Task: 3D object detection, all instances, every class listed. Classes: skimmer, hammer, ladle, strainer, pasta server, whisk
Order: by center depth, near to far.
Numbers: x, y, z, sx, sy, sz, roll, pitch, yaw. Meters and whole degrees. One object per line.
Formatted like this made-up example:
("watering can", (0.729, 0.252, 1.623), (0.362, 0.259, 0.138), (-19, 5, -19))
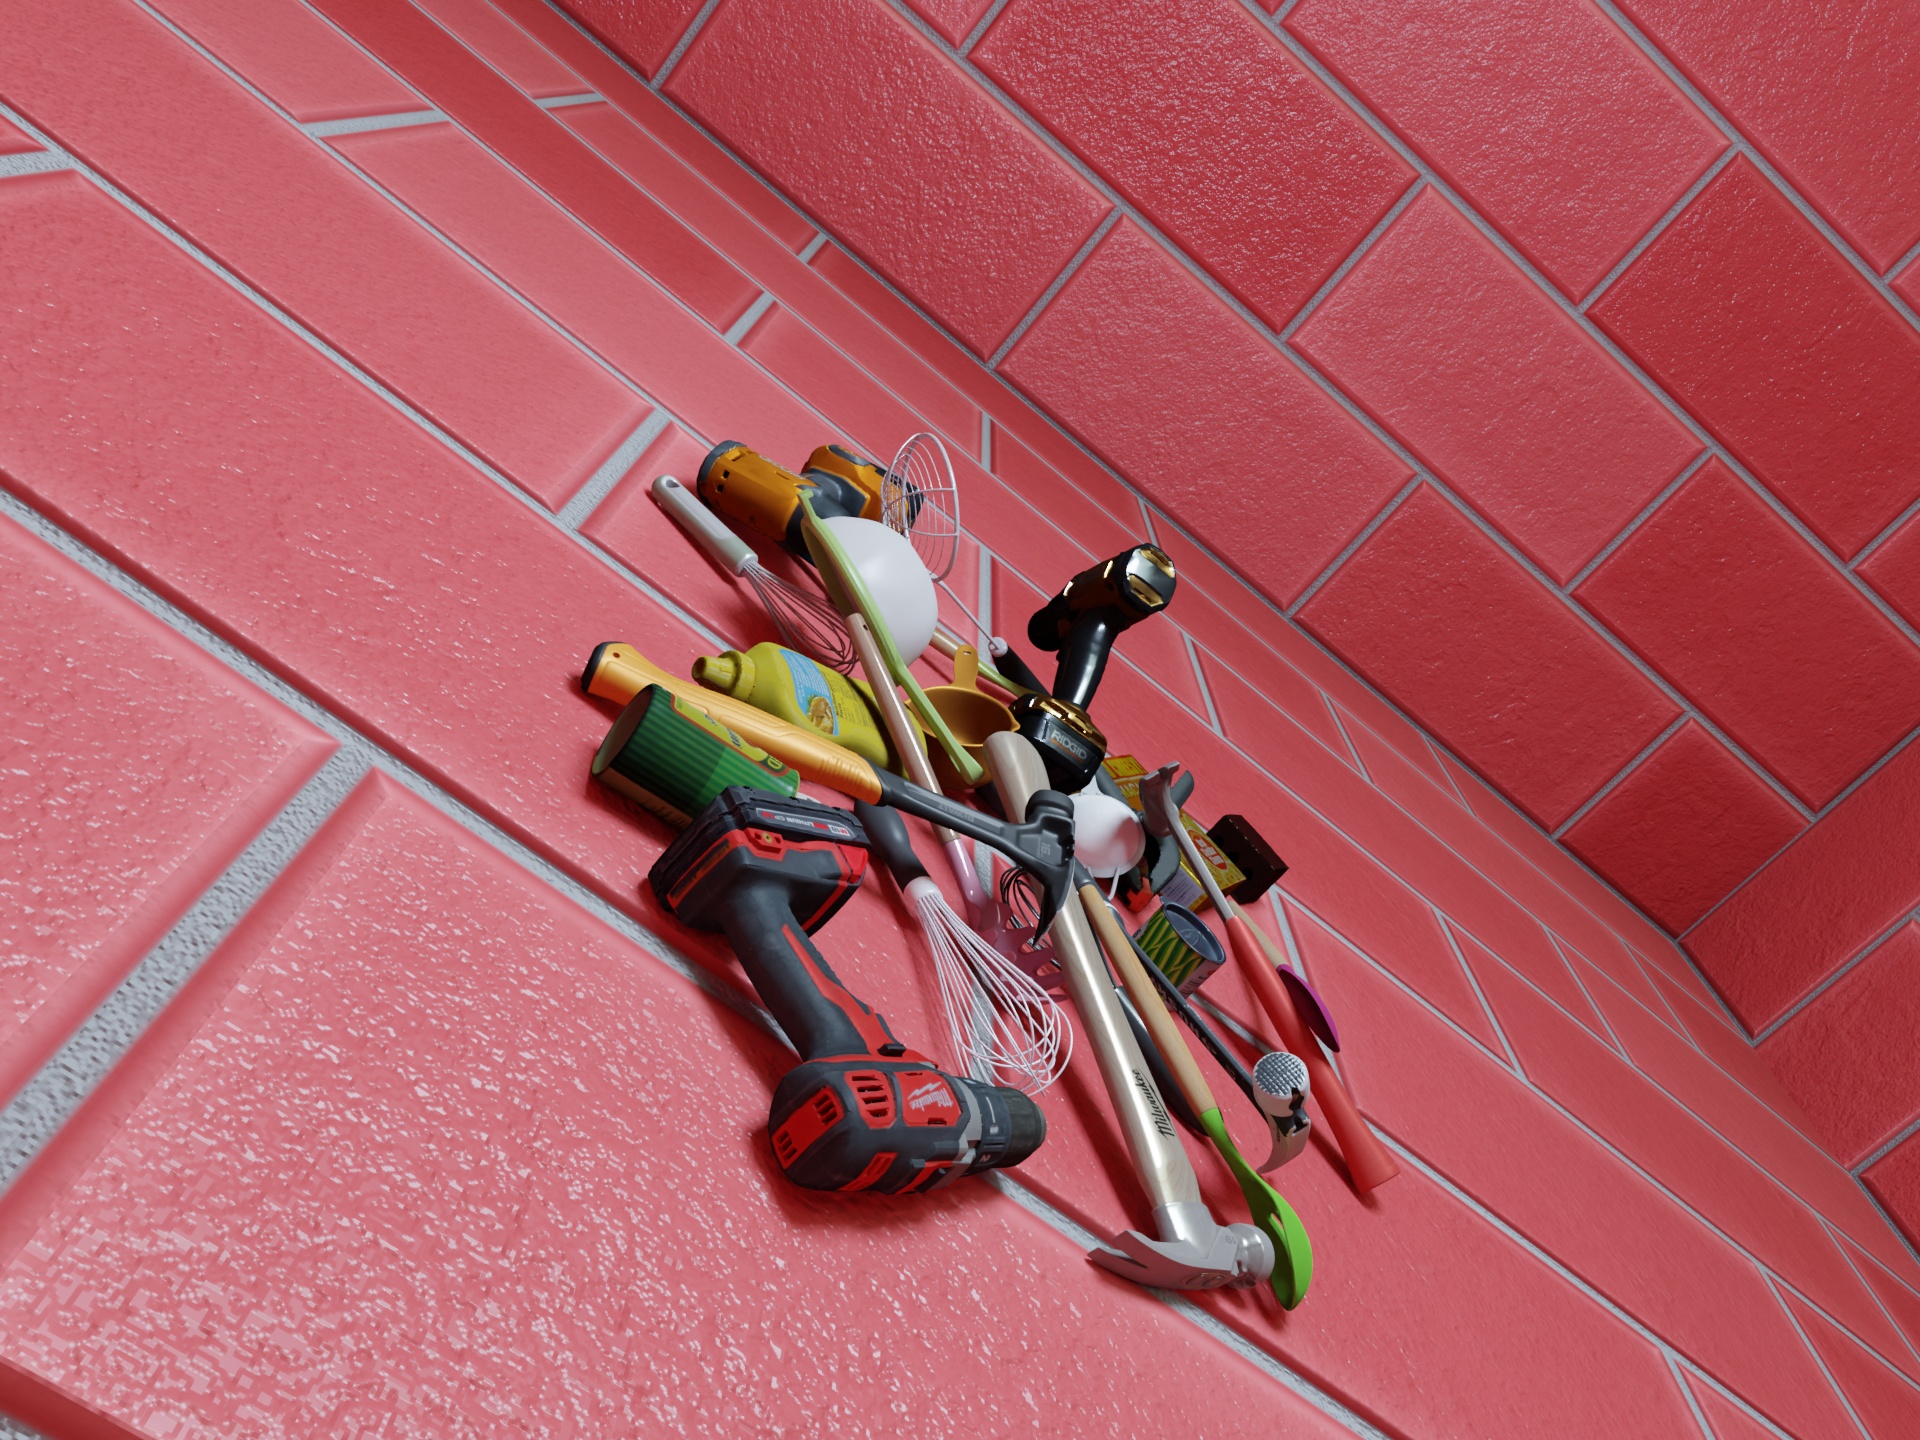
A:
("hammer", (-0.081, 0.035, 1.012), (0.336, 0.034, 0.127), (23, 34, -10))
("whisk", (-0.012, 0.135, 1.023), (0.070, 0.070, 0.285), (26, 19, -41))
("hammer", (0.078, 0.168, 1.041), (0.146, 0.038, 0.411), (23, 36, -42))
("pasta server", (-0.011, 0.058, 1.106), (0.060, 0.040, 0.316), (9, 53, -59))
("whisk", (0.109, 0.197, 1.138), (0.239, 0.055, 0.055), (52, 20, 16))
("hammer", (0.124, 0.166, 1.186), (0.409, 0.036, 0.149), (49, -17, 41))
("strainer", (-0.033, -0.066, 1.214), (0.257, 0.069, 0.151), (56, -9, 24))
("hammer", (0.240, 0.201, 1.263), (0.359, 0.036, 0.149), (62, -3, 18))
("whisk", (-0.169, -0.121, 1.293), (0.246, 0.059, 0.058), (43, 39, 18))
("strainer", (0.109, 0.042, 1.394), (0.087, 0.050, 0.259), (2, 46, -11))
("skimmer", (0.031, -0.117, 1.469), (0.362, 0.090, 0.127), (47, 10, -47))
("ladle", (-0.018, -0.058, 1.484), (0.320, 0.062, 0.078), (35, 16, 2))

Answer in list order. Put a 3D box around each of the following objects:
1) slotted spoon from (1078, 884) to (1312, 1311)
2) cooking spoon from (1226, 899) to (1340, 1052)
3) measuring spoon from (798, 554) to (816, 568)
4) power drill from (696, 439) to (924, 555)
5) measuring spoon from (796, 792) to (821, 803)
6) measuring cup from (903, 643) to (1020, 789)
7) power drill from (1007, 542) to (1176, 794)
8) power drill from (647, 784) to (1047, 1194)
("slotted spoon", (0.153, 0.238, 1.060), (0.070, 0.031, 0.314), (92, -26, -55))
("cooking spoon", (0.272, 0.208, 1.374), (0.068, 0.017, 0.319), (63, 0, -12))
("measuring spoon", (-0.128, -0.129, 1.450), (0.129, 0.021, 0.042), (39, 17, 23))
("power drill", (-0.120, -0.194, 1.459), (0.164, 0.084, 0.226), (30, 17, 16))
("measuring spoon", (-0.128, 0.042, 1.044), (0.124, 0.018, 0.034), (21, 27, -49))
("measuring cup", (-0.002, -0.004, 1.301), (0.095, 0.052, 0.174), (11, 29, -3))
("power drill", (0.086, -0.038, 1.385), (0.084, 0.185, 0.226), (36, 63, -17))
("power drill", (-0.054, 0.151, 0.858), (0.187, 0.080, 0.227), (18, 32, -51))
